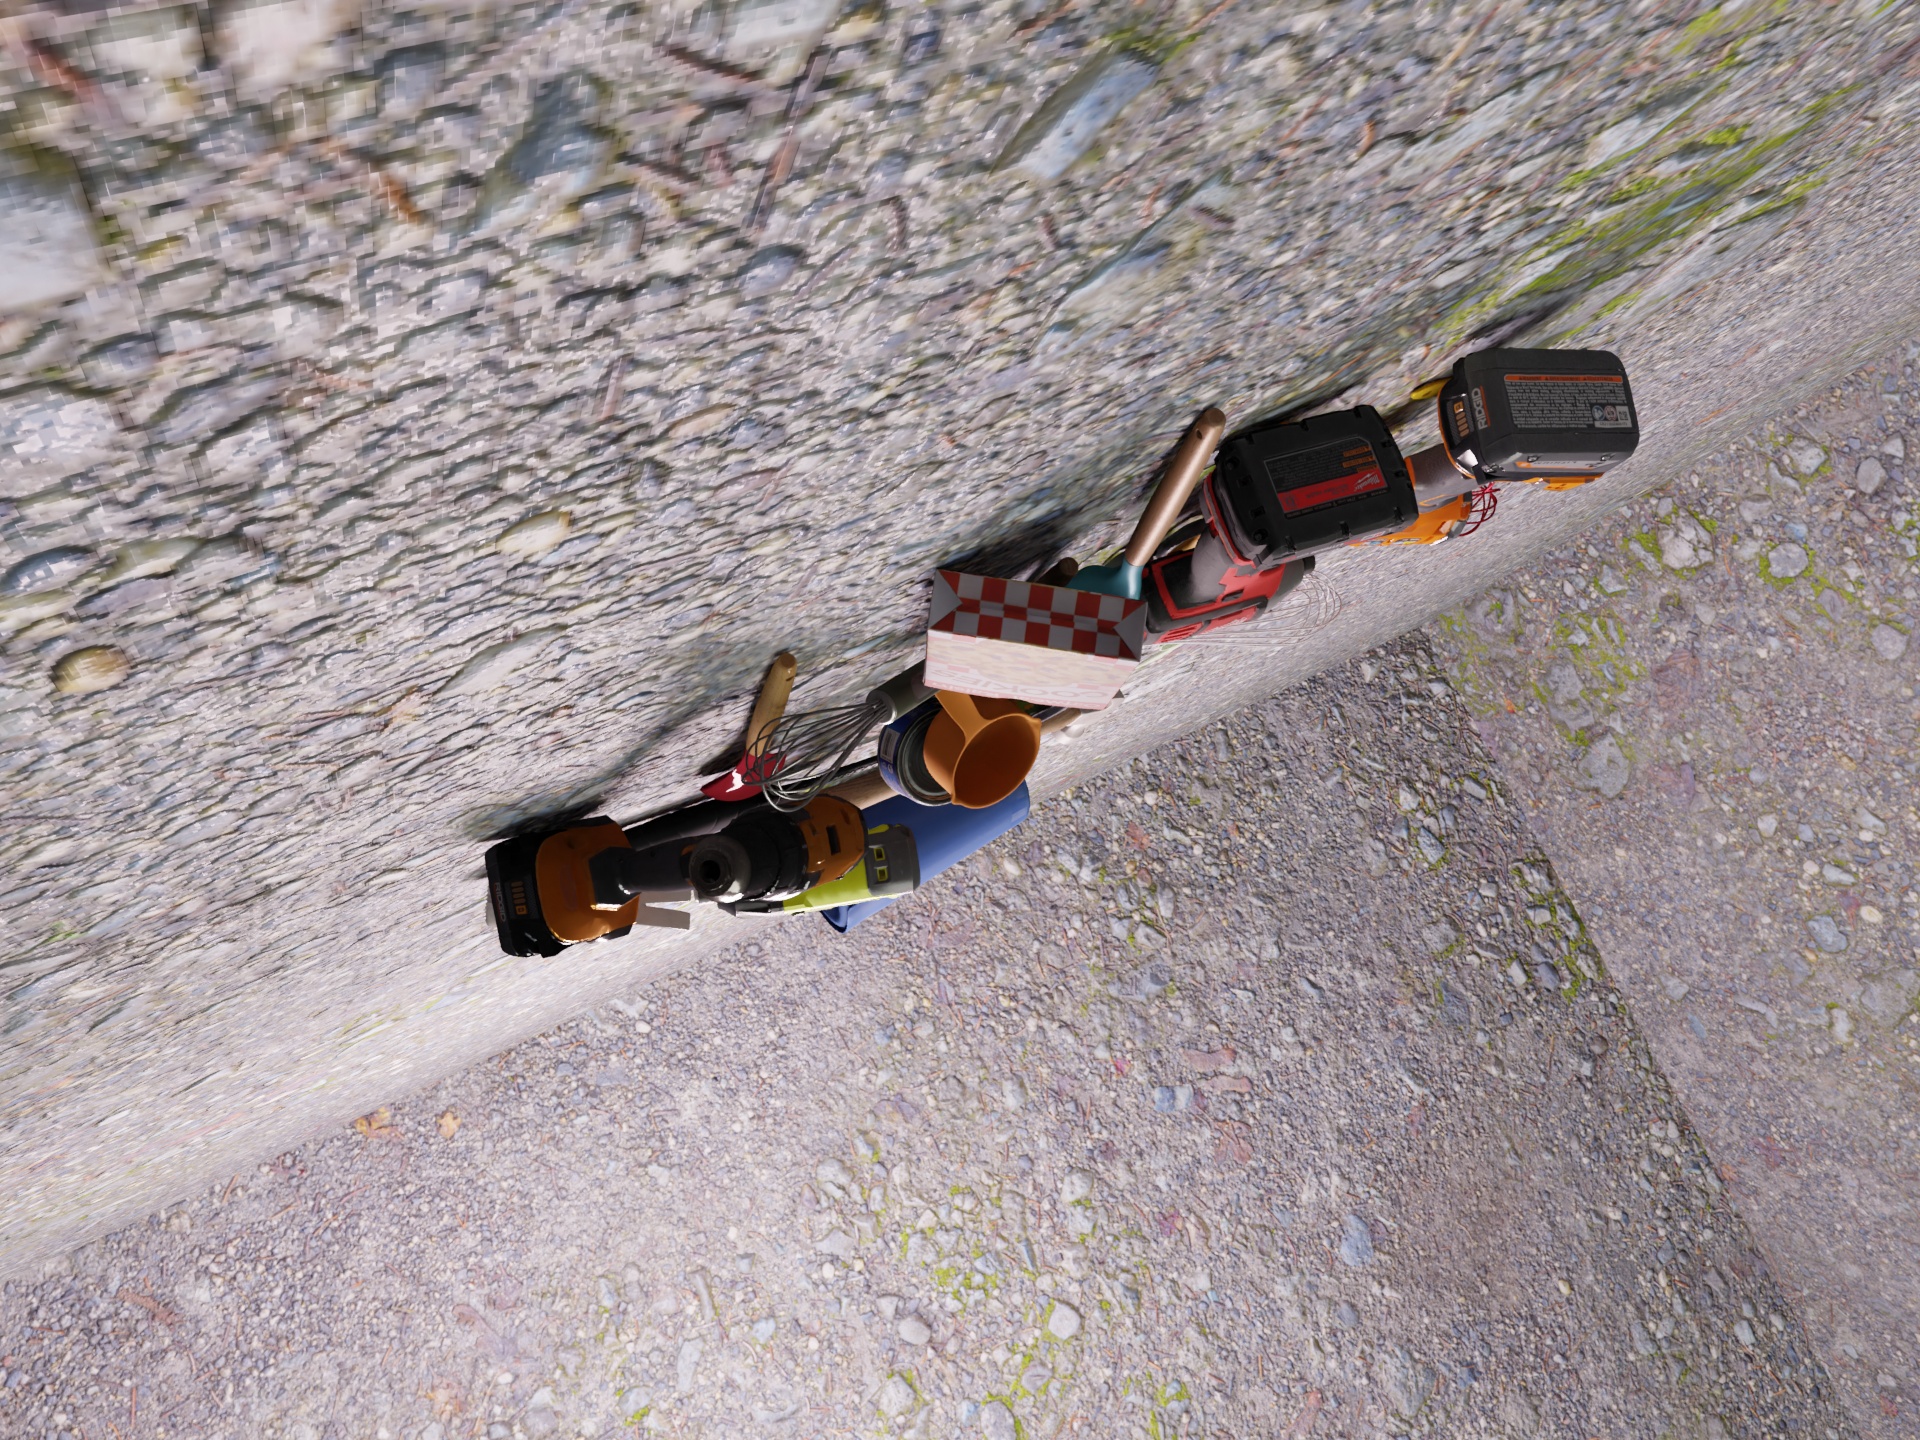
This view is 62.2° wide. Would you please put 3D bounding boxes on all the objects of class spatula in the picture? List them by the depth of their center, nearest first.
[{"bbox_3d":[0.107,-0.106,0.983,0.044,0.082,0.317,-31,168,-16],"label":"spatula"},{"bbox_3d":[0.030,-0.062,1.140,0.060,0.018,0.316,-27,175,-19],"label":"spatula"}]

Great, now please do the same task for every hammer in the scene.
[{"bbox_3d":[-0.146,0.060,1.329,0.409,0.036,0.149,-19,168,-45],"label":"hammer"},{"bbox_3d":[-0.306,0.166,1.342,0.146,0.038,0.410,4,170,-10],"label":"hammer"},{"bbox_3d":[0.015,0.024,1.387,0.331,0.031,0.130,-20,166,-36],"label":"hammer"}]

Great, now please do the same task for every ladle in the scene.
[{"bbox_3d":[-0.132,0.008,1.057,0.069,0.031,0.315,-27,172,-18],"label":"ladle"}]

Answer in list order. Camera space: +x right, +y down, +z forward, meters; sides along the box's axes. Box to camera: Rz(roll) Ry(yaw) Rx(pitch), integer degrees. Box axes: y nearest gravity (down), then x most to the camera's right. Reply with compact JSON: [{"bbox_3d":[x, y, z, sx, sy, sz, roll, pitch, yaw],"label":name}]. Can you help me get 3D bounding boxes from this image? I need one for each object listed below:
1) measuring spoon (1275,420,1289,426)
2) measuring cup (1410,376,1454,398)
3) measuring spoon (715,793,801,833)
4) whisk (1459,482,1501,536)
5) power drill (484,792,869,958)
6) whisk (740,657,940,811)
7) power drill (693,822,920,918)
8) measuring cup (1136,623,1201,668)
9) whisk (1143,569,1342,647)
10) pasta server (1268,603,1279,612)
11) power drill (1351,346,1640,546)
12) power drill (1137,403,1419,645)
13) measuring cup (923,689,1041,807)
[{"bbox_3d":[0.181,-0.160,1.005,0.021,0.011,0.117,-24,172,-19],"label":"measuring spoon"},{"bbox_3d":[0.356,-0.222,1.105,0.156,0.029,0.062,-17,168,-47],"label":"measuring cup"},{"bbox_3d":[-0.199,0.090,1.460,0.124,0.018,0.034,-21,174,9],"label":"measuring spoon"},{"bbox_3d":[0.364,-0.177,1.319,0.295,0.073,0.073,-17,168,-42],"label":"whisk"},{"bbox_3d":[-0.191,0.097,1.021,0.226,0.084,0.185,-11,180,17],"label":"power drill"},{"bbox_3d":[-0.056,-0.006,1.042,0.059,0.057,0.246,-8,-163,37],"label":"whisk"},{"bbox_3d":[-0.135,0.124,1.302,0.171,0.080,0.223,-8,177,-11],"label":"power drill"},{"bbox_3d":[0.193,-0.085,1.484,0.083,0.038,0.167,-23,174,-22],"label":"measuring cup"},{"bbox_3d":[0.169,-0.073,1.272,0.284,0.070,0.070,-12,171,-7],"label":"whisk"},{"bbox_3d":[0.262,-0.143,1.311,0.060,0.040,0.316,-52,170,1],"label":"pasta server"},{"bbox_3d":[0.318,-0.173,1.075,0.164,0.084,0.226,-5,170,-22],"label":"power drill"},{"bbox_3d":[0.197,-0.116,1.032,0.143,0.078,0.219,-16,169,-16],"label":"power drill"},{"bbox_3d":[-0.002,-0.004,1.218,0.095,0.052,0.173,-43,139,-8],"label":"measuring cup"}]
